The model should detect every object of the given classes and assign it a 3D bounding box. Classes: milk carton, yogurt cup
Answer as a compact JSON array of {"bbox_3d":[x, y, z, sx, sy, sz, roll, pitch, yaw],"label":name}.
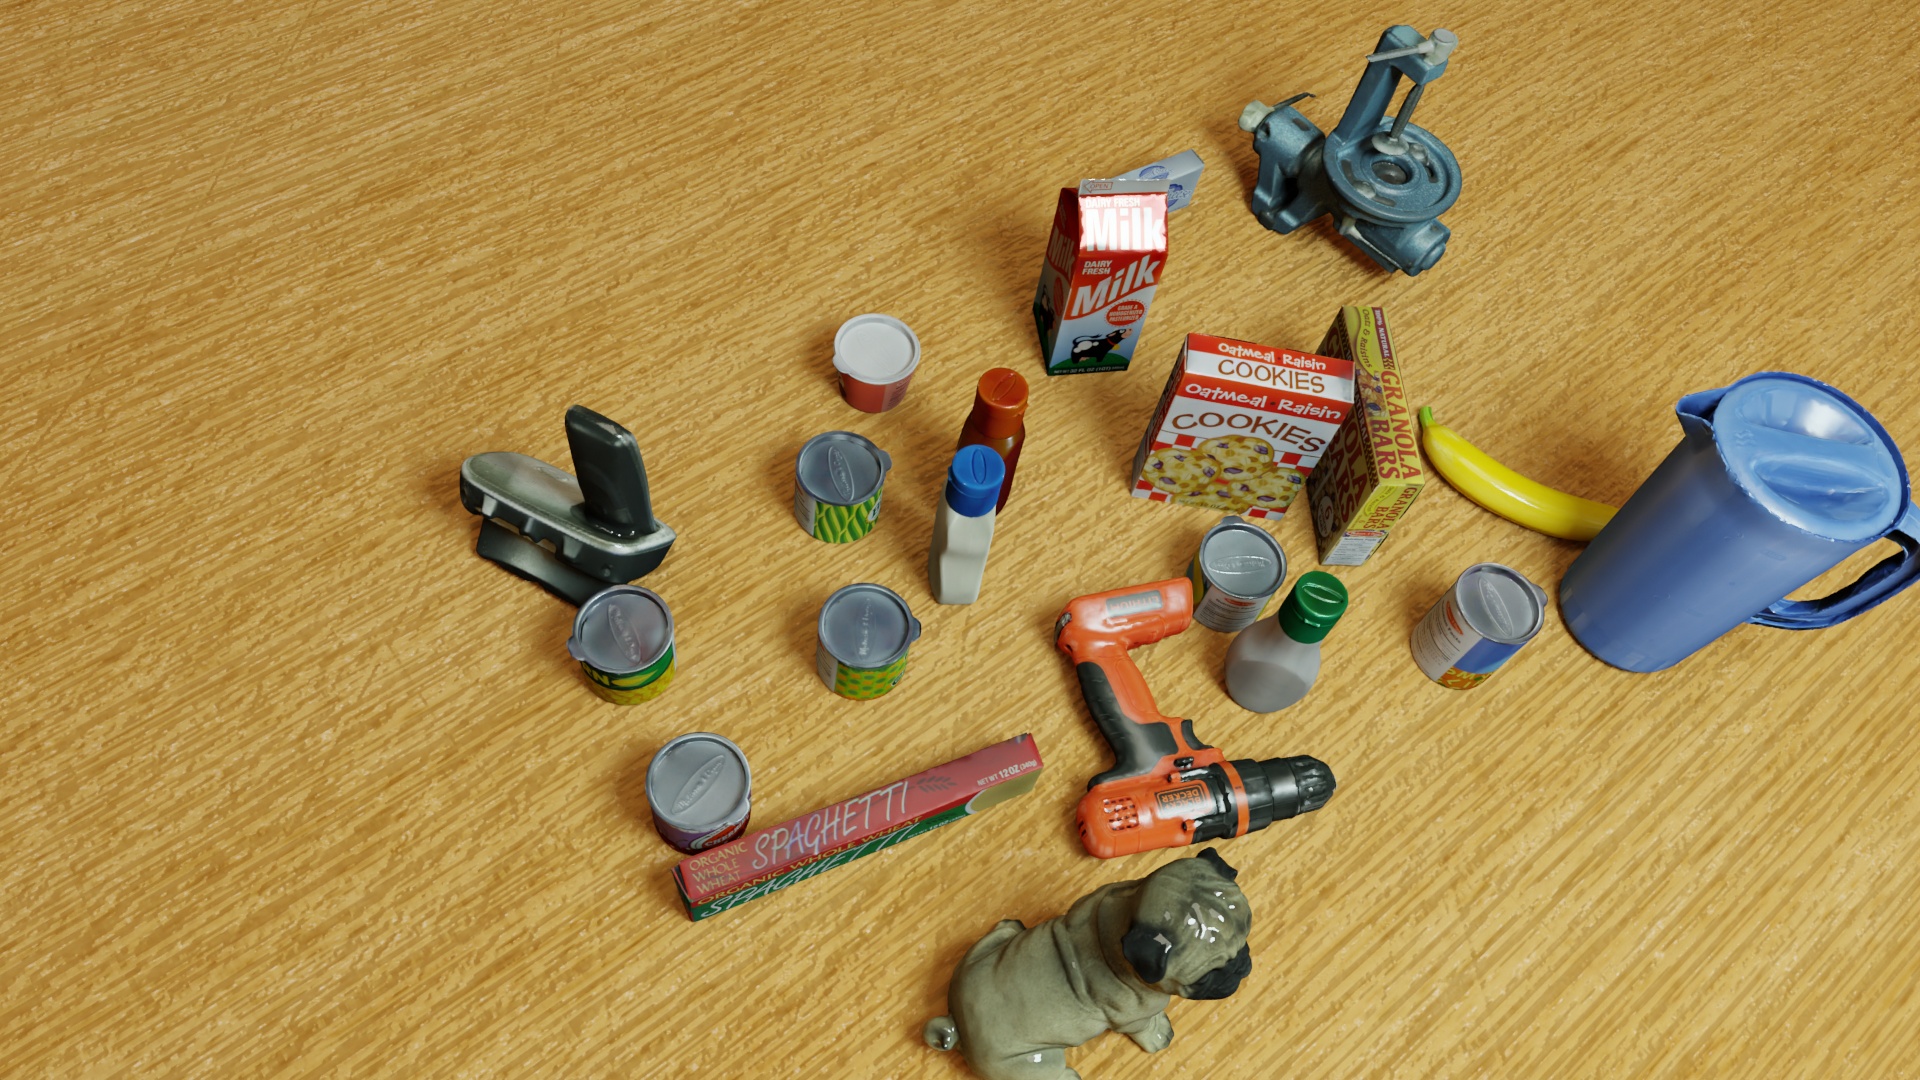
[{"bbox_3d":[0.111,-0.216,1.094,0.072,0.189,0.074,-4,61,-11],"label":"milk carton"},{"bbox_3d":[-0.068,-0.138,1.101,0.072,0.053,0.073,4,59,-6],"label":"yogurt cup"}]

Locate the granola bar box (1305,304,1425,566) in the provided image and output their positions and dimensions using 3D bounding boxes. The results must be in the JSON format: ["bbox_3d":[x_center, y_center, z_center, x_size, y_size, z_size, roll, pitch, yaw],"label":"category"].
[{"bbox_3d":[0.306,-0.080,1.081,0.039,0.123,0.166,3,59,-7],"label":"granola bar box"}]

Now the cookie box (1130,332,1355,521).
[{"bbox_3d":[0.207,-0.082,1.043,0.123,0.166,0.040,10,59,-3],"label":"cookie box"}]

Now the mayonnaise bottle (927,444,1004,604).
[{"bbox_3d":[0.004,-0.012,0.983,0.041,0.147,0.065,1,60,-8],"label":"mayonnaise bottle"}]

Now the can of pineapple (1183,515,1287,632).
[{"bbox_3d":[0.204,0.026,1.042,0.071,0.057,0.071,4,59,-6],"label":"can of pineapple"}]

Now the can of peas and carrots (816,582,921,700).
[{"bbox_3d":[-0.065,0.072,0.975,0.071,0.058,0.071,4,59,-6],"label":"can of peas and carrots"}]

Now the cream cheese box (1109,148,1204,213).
[{"bbox_3d":[0.165,-0.308,1.236,0.104,0.053,0.024,-25,66,-21],"label":"cream cheese box"}]

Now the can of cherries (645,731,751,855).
[{"bbox_3d":[-0.168,0.168,0.904,0.071,0.058,0.072,4,59,-6],"label":"can of cherries"}]

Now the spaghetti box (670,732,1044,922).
[{"bbox_3d":[-0.064,0.187,0.912,0.251,0.050,0.029,-18,64,-18],"label":"spaghetti box"}]

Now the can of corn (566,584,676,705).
[{"bbox_3d":[-0.231,0.074,0.950,0.071,0.058,0.071,4,59,-6],"label":"can of corn"}]

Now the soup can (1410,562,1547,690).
[{"bbox_3d":[0.384,0.065,1.030,0.071,0.083,0.071,4,59,-6],"label":"soup can"}]

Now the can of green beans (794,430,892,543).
[{"bbox_3d":[-0.091,-0.039,1.037,0.071,0.057,0.071,4,59,-6],"label":"can of green beans"}]

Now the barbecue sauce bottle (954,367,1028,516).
[{"bbox_3d":[0.021,-0.068,1.018,0.044,0.147,0.065,34,61,12],"label":"barbecue sauce bottle"}]

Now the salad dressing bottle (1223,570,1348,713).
[{"bbox_3d":[0.227,0.072,0.966,0.064,0.147,0.044,21,59,4],"label":"salad dressing bottle"}]
